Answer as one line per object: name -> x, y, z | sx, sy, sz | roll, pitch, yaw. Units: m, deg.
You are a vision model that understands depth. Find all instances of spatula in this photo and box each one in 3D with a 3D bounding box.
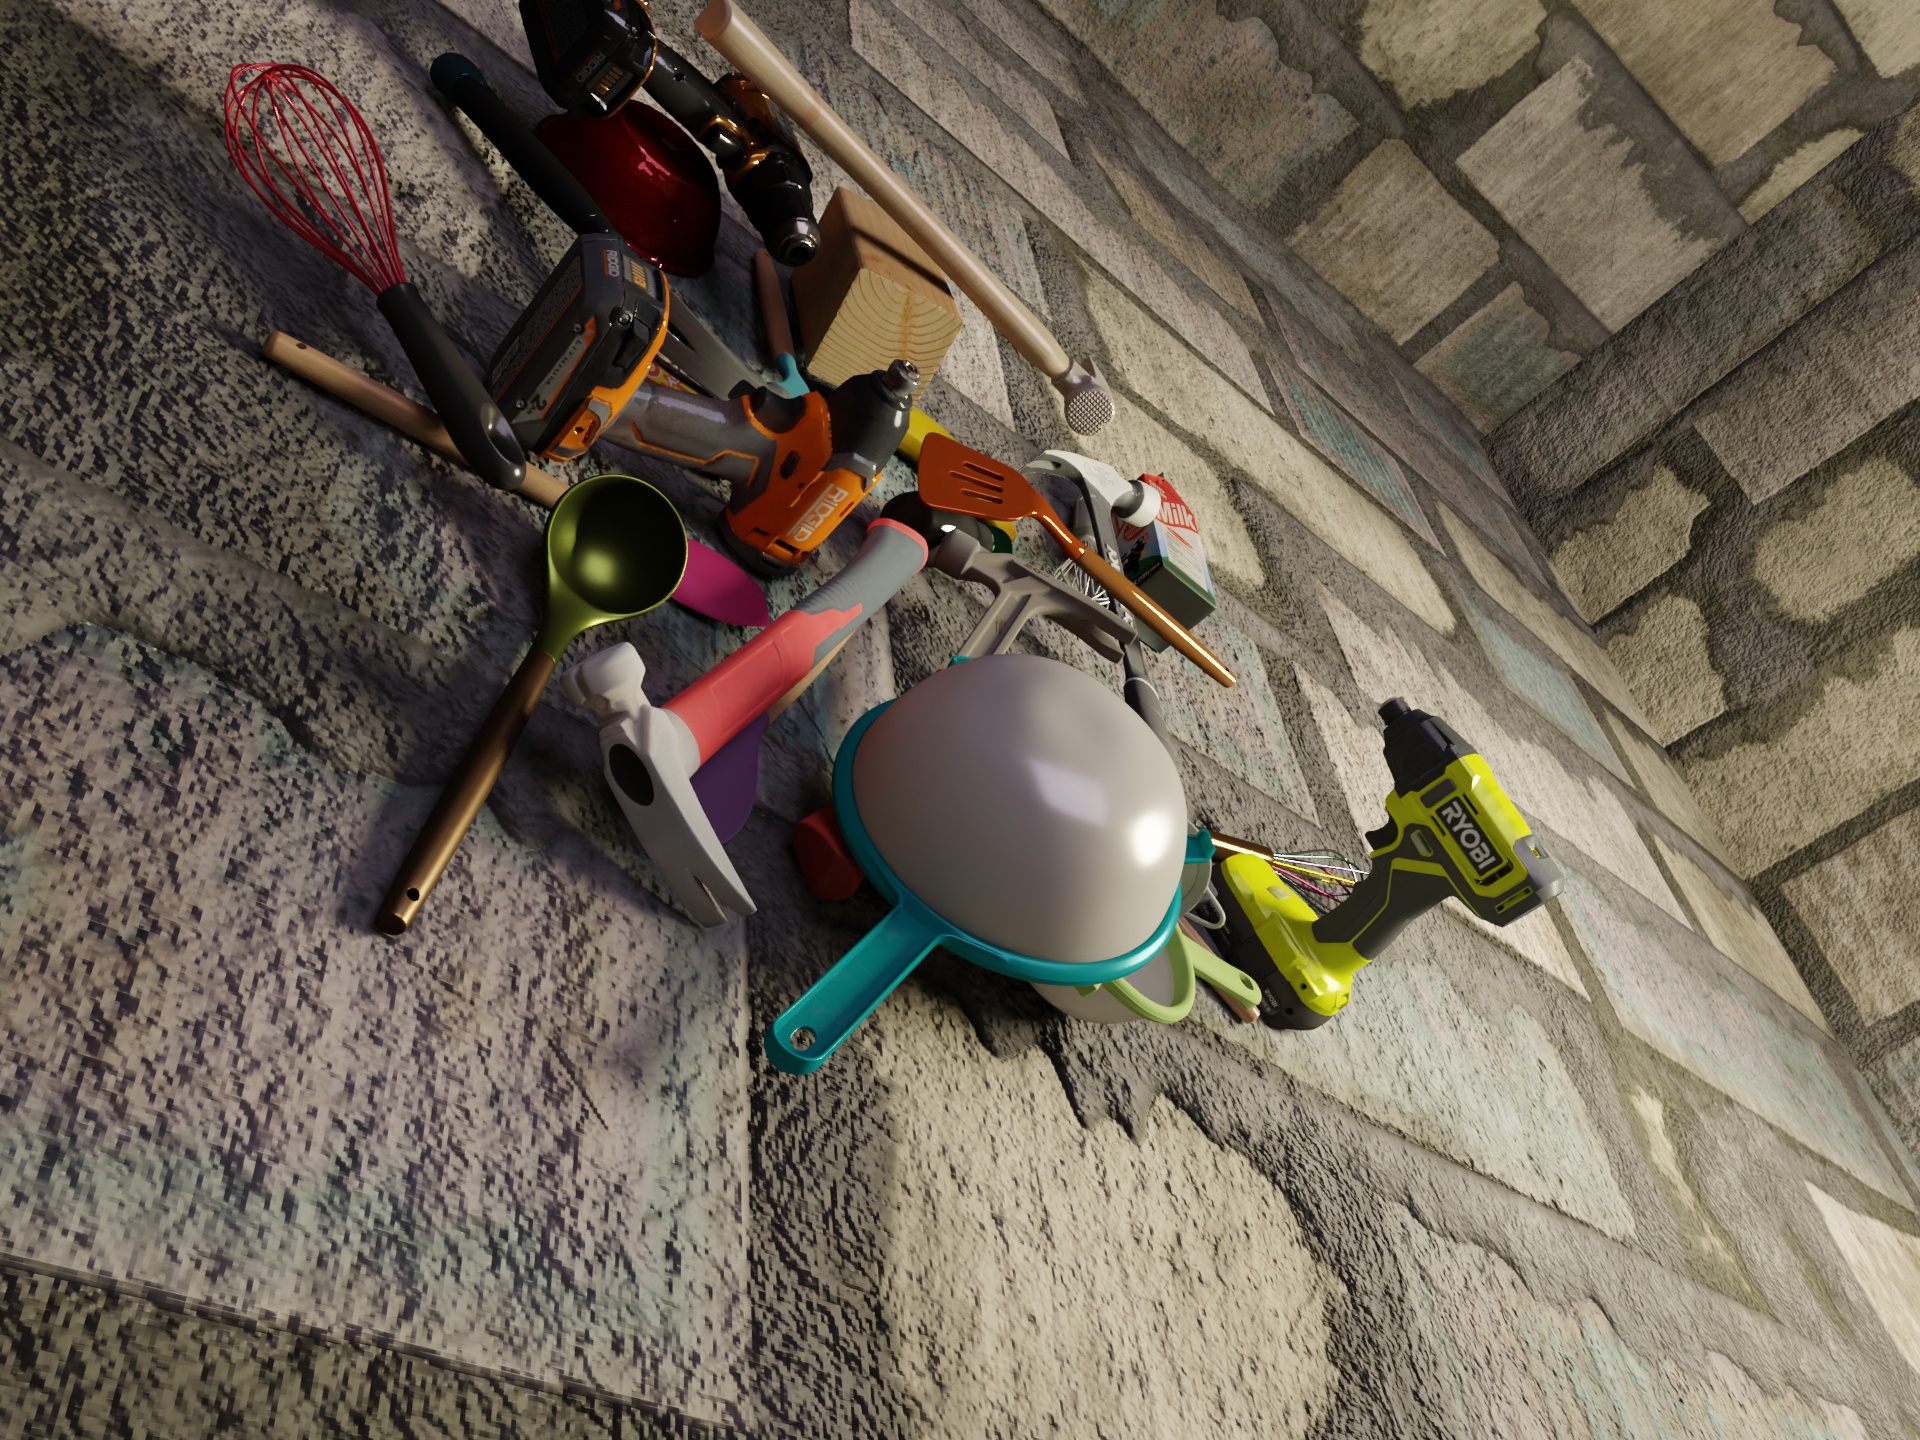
spatula -> -0.106, -0.010, 0.919 | 0.059, 0.018, 0.316 | 50, 28, -10
spatula -> -0.143, -0.275, 1.198 | 0.082, 0.044, 0.318 | 29, 29, -32
spatula -> 0.097, -0.108, 1.188 | 0.322, 0.041, 0.081 | 36, 39, -31

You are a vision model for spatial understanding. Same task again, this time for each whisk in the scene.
whisk -> -0.311, -0.241, 0.850 | 0.296, 0.073, 0.073 | 56, 28, 12
whisk -> 0.108, -0.148, 1.383 | 0.246, 0.058, 0.059 | -80, 166, -62
whisk -> 0.253, 0.117, 1.275 | 0.244, 0.051, 0.047 | 18, 20, -39

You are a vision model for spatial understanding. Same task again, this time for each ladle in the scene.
ladle -> -0.200, -0.019, 0.753 | 0.078, 0.062, 0.320 | 43, 30, -22

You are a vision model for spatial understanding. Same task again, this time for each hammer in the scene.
hammer -> -0.242, -0.326, 1.059 | 0.331, 0.033, 0.128 | 48, 9, 12
hammer -> -0.087, -0.030, 0.906 | 0.143, 0.038, 0.386 | 64, 25, -12
hammer -> 0.132, -0.040, 1.221 | 0.149, 0.036, 0.409 | 19, 50, -40
hammer -> -0.002, -0.003, 0.978 | 0.149, 0.036, 0.359 | 30, 37, 2
hammer -> -0.035, -0.381, 1.202 | 0.410, 0.038, 0.146 | 42, 18, -18

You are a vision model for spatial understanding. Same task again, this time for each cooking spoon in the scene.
cooking spoon -> -0.231, -0.129, 0.884 | 0.318, 0.017, 0.069 | 27, 32, -36

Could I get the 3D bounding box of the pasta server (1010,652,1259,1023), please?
pasta server -> 0.105, 0.084, 1.091 | 0.316, 0.040, 0.060 | 50, 52, -3

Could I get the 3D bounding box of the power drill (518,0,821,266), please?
power drill -> -0.193, -0.431, 1.138 | 0.226, 0.084, 0.186 | 23, 38, -49

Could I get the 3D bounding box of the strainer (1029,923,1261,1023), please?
strainer -> 0.101, 0.146, 0.984 | 0.256, 0.069, 0.152 | 34, 29, -44

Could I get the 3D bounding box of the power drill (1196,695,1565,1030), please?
power drill -> 0.285, 0.104, 1.128 | 0.080, 0.223, 0.171 | 0, 55, -57

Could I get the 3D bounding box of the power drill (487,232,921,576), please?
power drill -> -0.141, -0.188, 0.937 | 0.226, 0.164, 0.084 | 24, 36, -36

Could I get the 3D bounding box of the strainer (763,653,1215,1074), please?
strainer -> 0.014, 0.057, 0.808 | 0.211, 0.095, 0.340 | 37, 36, 10

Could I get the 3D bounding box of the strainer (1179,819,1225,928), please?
strainer -> 0.066, 0.056, 1.042 | 0.258, 0.087, 0.050 | 32, 22, -10
